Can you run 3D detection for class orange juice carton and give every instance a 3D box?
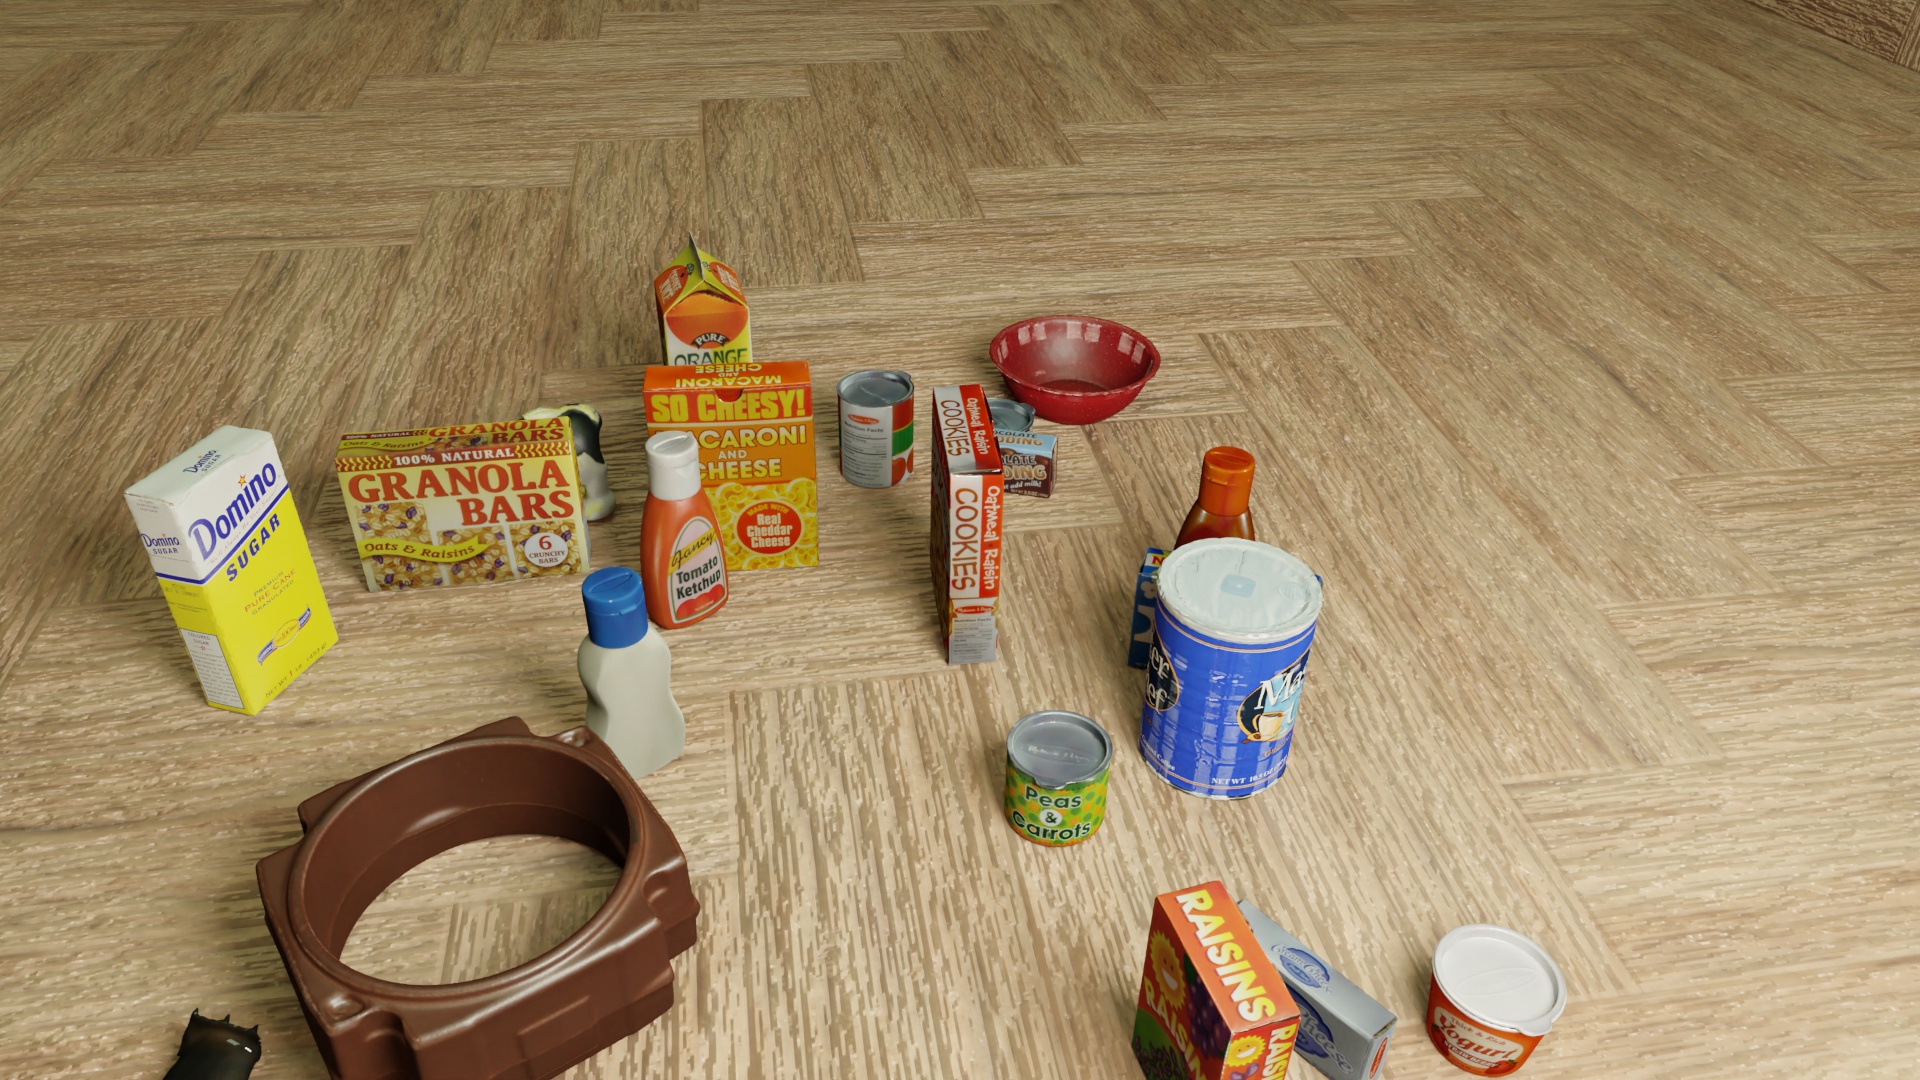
[{"bbox_3d":[-0.220,-0.164,1.200,0.073,0.191,0.072,-8,36,-14],"label":"orange juice carton"}]

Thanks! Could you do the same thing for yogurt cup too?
[{"bbox_3d":[0.284,0.250,0.748,0.072,0.053,0.073,1,35,-1],"label":"yogurt cup"}]

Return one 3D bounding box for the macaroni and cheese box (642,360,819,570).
[{"bbox_3d":[-0.173,-0.054,1.067,0.124,0.165,0.040,-3,35,-7],"label":"macaroni and cheese box"}]

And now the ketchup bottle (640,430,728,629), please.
[{"bbox_3d":[-0.206,-0.008,1.016,0.065,0.148,0.043,-29,45,-36],"label":"ketchup bottle"}]

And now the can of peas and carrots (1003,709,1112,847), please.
[{"bbox_3d":[0.061,0.152,0.876,0.071,0.058,0.071,1,35,-1],"label":"can of peas and carrots"}]

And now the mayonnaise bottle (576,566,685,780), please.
[{"bbox_3d":[-0.213,0.085,0.882,0.065,0.147,0.041,-25,43,-33],"label":"mayonnaise bottle"}]

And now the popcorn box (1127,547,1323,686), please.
[{"bbox_3d":[0.188,0.058,0.991,0.127,0.084,0.038,10,36,11],"label":"popcorn box"}]

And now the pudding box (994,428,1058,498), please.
[{"bbox_3d":[0.041,-0.069,1.198,0.084,0.049,0.030,9,36,11],"label":"pudding box"}]

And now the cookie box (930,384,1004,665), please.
[{"bbox_3d":[0.004,-0.013,1.014,0.040,0.166,0.123,-3,35,-6],"label":"cookie box"}]

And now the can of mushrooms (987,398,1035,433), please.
[{"bbox_3d":[0.035,-0.099,1.254,0.071,0.033,0.071,1,35,-1],"label":"can of mushrooms"}]

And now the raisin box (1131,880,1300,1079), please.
[{"bbox_3d":[0.125,0.244,0.691,0.040,0.122,0.086,-9,36,-15],"label":"raisin box"}]

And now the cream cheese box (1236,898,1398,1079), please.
[{"bbox_3d":[0.182,0.246,0.750,0.024,0.053,0.104,-25,43,-33],"label":"cream cheese box"}]

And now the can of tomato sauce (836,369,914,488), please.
[{"bbox_3d":[-0.072,-0.098,1.206,0.071,0.082,0.071,1,35,-1],"label":"can of tomato sauce"}]

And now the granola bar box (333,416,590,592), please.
[{"bbox_3d":[-0.373,-0.028,1.058,0.166,0.123,0.039,-5,35,-10],"label":"granola bar box"}]

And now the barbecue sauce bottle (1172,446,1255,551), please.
[{"bbox_3d":[0.187,0.003,1.015,0.065,0.147,0.044,19,39,24],"label":"barbecue sauce bottle"}]
